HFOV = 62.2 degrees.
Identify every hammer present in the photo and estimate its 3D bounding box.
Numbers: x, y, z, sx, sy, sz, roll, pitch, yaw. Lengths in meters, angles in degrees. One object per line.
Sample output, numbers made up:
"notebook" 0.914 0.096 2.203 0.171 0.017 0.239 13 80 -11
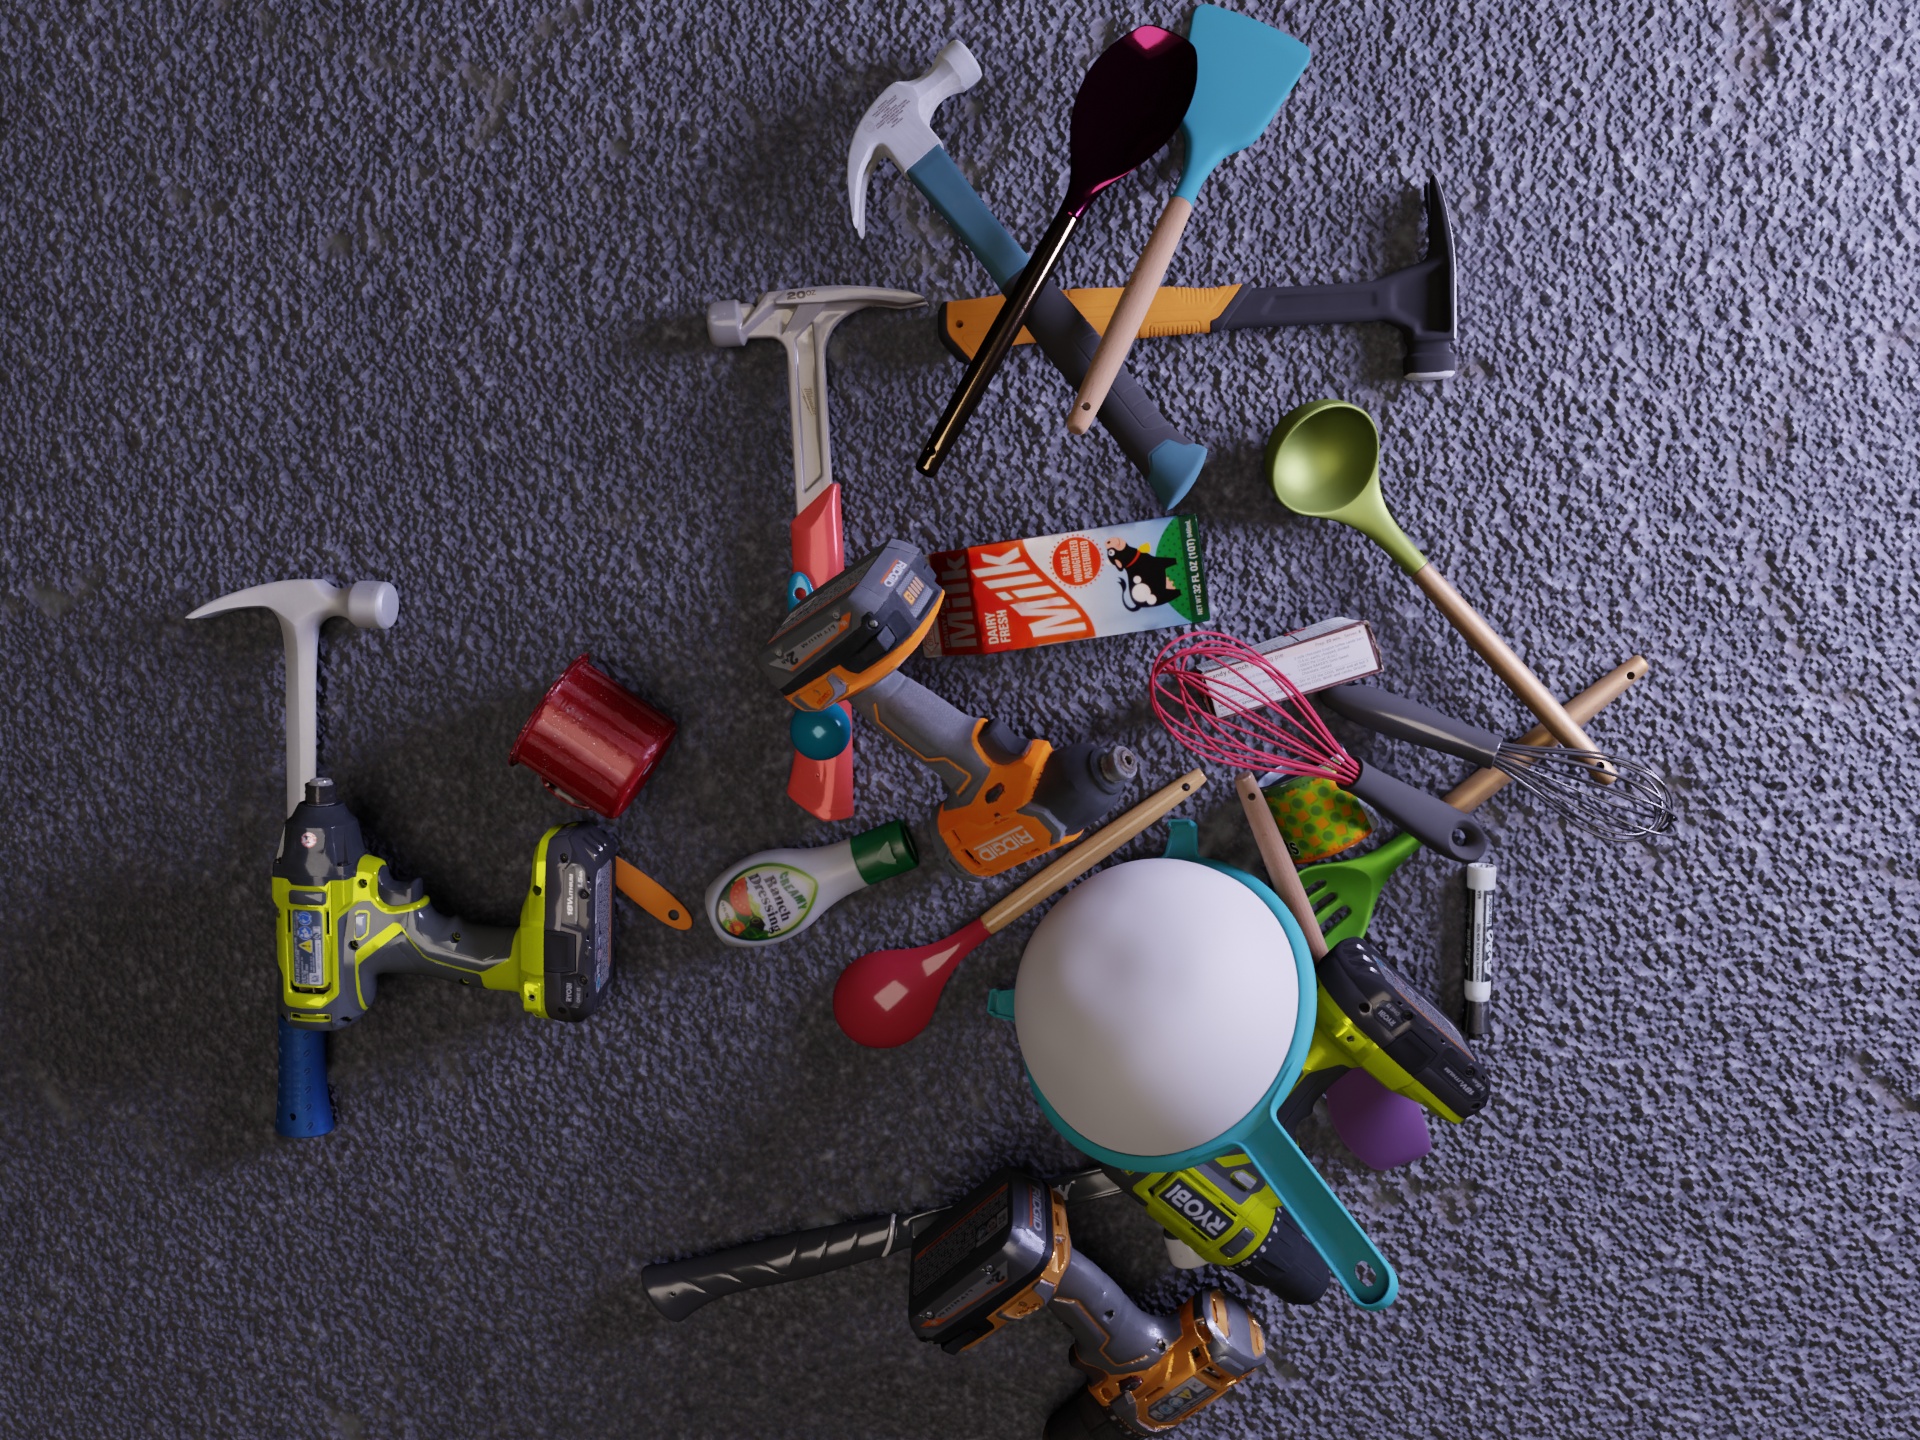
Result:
"hammer" -0.088 -0.111 1.087 0.149 0.037 0.359 -2 95 6
"hammer" -0.034 0.358 1.133 0.409 0.036 0.149 -16 93 7
"hammer" 0.152 -0.278 1.046 0.337 0.034 0.127 -3 97 6
"hammer" 0.047 -0.275 1.022 0.128 0.033 0.331 -38 82 4
"hammer" -0.481 0.100 1.148 0.144 0.035 0.405 3 97 5

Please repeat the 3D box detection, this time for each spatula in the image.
"spatula" 0.131 -0.314 1.003 0.082 0.044 0.318 24 70 1
"spatula" 0.243 0.174 1.067 0.060 0.018 0.315 -22 106 8

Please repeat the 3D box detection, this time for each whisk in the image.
"whisk" 0.229 0.026 0.990 0.295 0.073 0.073 28 99 -27
"whisk" 0.346 0.023 1.033 0.239 0.055 0.055 22 98 19

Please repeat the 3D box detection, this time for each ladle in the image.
"ladle" 0.040 0.129 1.106 0.315 0.031 0.069 -36 91 6
"ladle" 0.317 -0.078 1.031 0.078 0.062 0.320 -42 88 9

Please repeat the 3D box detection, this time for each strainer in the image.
"strainer" 0.139 0.209 0.968 0.211 0.095 0.341 -44 46 7

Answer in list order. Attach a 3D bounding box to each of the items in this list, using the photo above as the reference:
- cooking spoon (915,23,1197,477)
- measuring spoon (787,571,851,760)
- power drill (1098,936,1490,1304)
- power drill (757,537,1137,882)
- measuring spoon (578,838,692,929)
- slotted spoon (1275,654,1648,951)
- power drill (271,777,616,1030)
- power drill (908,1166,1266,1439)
"cooking spoon" 0.055 -0.293 0.997 0.069 0.017 0.319 29 89 9
"measuring spoon" -0.102 -0.036 1.065 0.042 0.021 0.128 -8 94 6
"power drill" 0.230 0.272 1.048 0.190 0.080 0.228 41 103 -14
"power drill" -0.002 -0.003 1.018 0.164 0.084 0.226 -28 112 41
"measuring spoon" -0.240 0.113 1.138 0.117 0.011 0.021 37 98 1
"slotted spoon" 0.332 0.060 1.070 0.314 0.031 0.070 -39 99 6
"power drill" -0.357 0.128 1.098 0.223 0.080 0.171 3 99 0
"power drill" 0.067 0.419 1.081 0.226 0.084 0.185 37 115 -19
